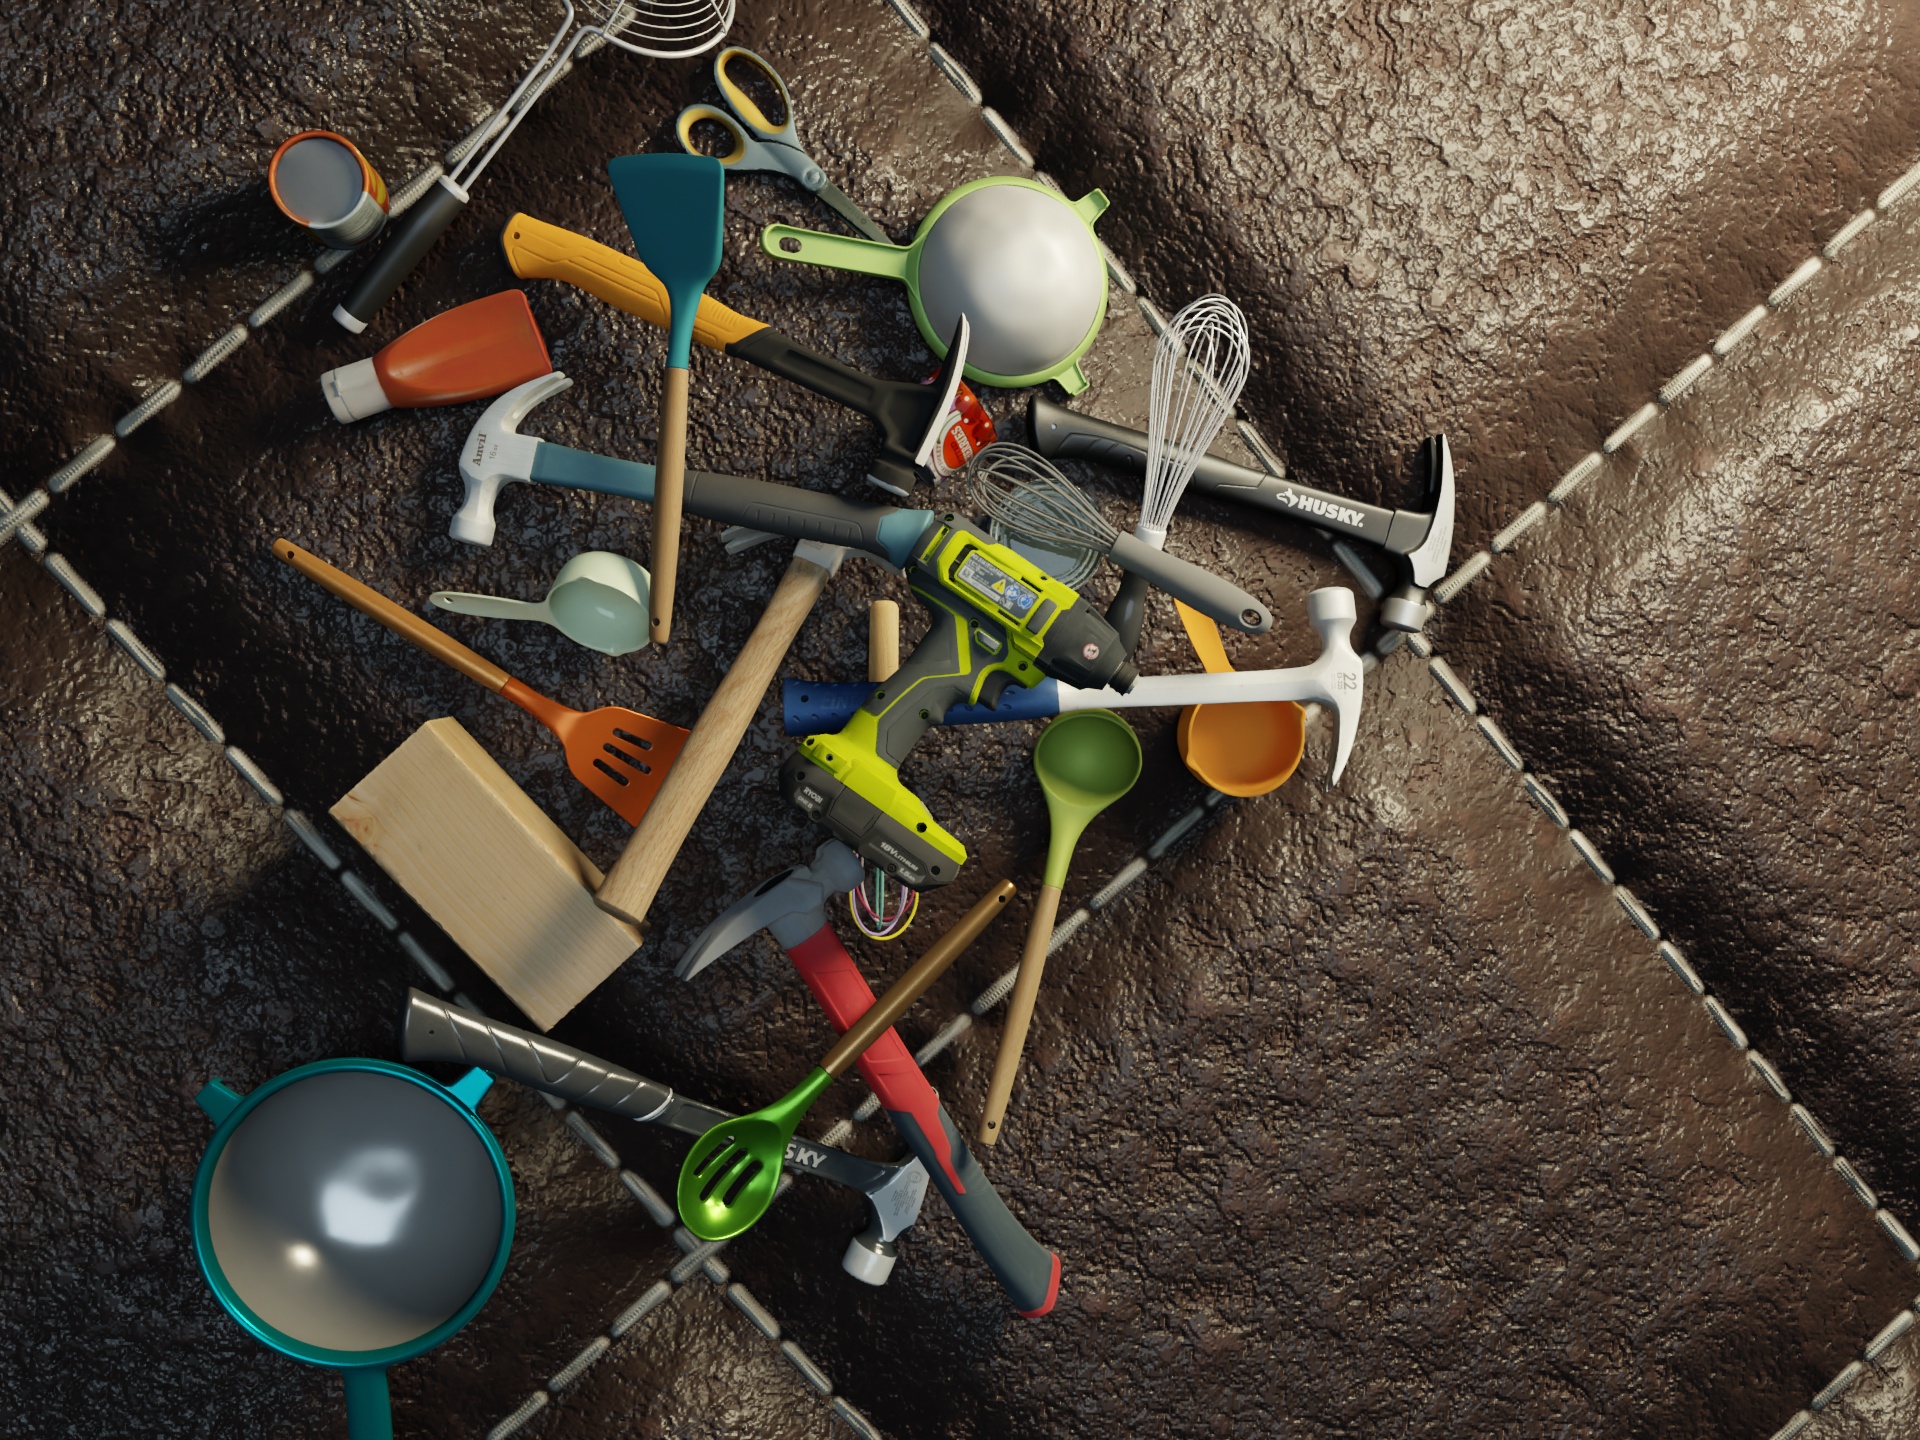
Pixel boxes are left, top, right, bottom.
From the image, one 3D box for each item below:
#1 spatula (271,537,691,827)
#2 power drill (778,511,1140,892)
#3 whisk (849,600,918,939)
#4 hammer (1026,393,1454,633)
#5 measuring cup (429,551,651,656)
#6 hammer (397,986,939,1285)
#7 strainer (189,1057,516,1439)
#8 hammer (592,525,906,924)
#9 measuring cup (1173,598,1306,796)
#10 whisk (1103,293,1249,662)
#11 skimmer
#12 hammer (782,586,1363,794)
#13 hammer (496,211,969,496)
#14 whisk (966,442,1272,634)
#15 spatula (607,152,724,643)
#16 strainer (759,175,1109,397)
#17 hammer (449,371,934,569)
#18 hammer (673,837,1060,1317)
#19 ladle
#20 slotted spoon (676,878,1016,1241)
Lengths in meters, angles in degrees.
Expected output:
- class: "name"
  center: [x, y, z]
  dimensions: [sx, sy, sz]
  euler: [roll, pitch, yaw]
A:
- class: "spatula"
  center: [-0.340, -0.037, 1.124]
  dimensions: [0.322, 0.041, 0.081]
  euler: [32, 88, -3]
- class: "power drill"
  center: [-0.002, -0.003, 1.056]
  dimensions: [0.171, 0.080, 0.223]
  euler: [35, 87, 4]
- class: "whisk"
  center: [-0.054, 0.036, 1.152]
  dimensions: [0.047, 0.051, 0.245]
  euler: [0, 87, 5]
- class: "hammer"
  center: [0.207, -0.180, 1.176]
  dimensions: [0.334, 0.035, 0.146]
  euler: [16, 91, -7]
- class: "measuring cup"
  center: [-0.290, -0.089, 1.116]
  dimensions: [0.167, 0.083, 0.038]
  euler: [6, 53, 11]
- class: "hammer"
  center: [-0.191, 0.265, 1.091]
  dimensions: [0.408, 0.036, 0.149]
  euler: [27, 85, -26]
- class: "strainer"
  center: [-0.403, 0.389, 1.101]
  dimensions: [0.211, 0.095, 0.340]
  euler: [-3, 95, -4]
- class: "hammer"
  center: [-0.156, -0.014, 1.085]
  dimensions: [0.130, 0.031, 0.331]
  euler: [23, 70, 13]
- class: "measuring cup"
  center: [0.187, -0.028, 1.173]
  dimensions: [0.095, 0.052, 0.173]
  euler: [-24, 93, -5]
- class: "whisk"
  center: [0.143, -0.159, 1.127]
  dimensions: [0.070, 0.070, 0.284]
  euler: [12, 111, -7]
- class: "skimmer"
  center: [-0.303, -0.411, 1.106]
  dimensions: [0.127, 0.090, 0.363]
  euler: [42, 98, -2]
- class: "hammer"
  center: [0.079, -0.012, 1.114]
  dimensions: [0.405, 0.035, 0.144]
  euler: [-3, 76, 0]
- class: "hammer"
  center: [-0.162, -0.277, 1.090]
  dimensions: [0.337, 0.034, 0.127]
  euler: [25, 94, 5]
- class: "whisk"
  center: [0.110, -0.124, 1.105]
  dimensions: [0.239, 0.055, 0.055]
  euler: [29, 89, 5]
- class: "spatula"
  center: [-0.197, -0.210, 1.059]
  dimensions: [0.082, 0.044, 0.317]
  euler: [5, 95, 14]
- class: "strainer"
  center: [-0.010, -0.321, 1.114]
  dimensions: [0.256, 0.069, 0.151]
  euler: [6, 92, -14]
- class: "hammer"
  center: [-0.184, -0.156, 1.101]
  dimensions: [0.331, 0.033, 0.128]
  euler: [12, 90, 4]
- class: "hammer"
  center: [-0.046, 0.279, 1.120]
  dimensions: [0.143, 0.038, 0.386]
  euler: [-35, 106, -20]
- class: "ladle"
  center: [0.060, 0.144, 1.136]
  dimensions: [0.078, 0.062, 0.320]
  euler: [16, 80, -2]
- class: "slotted spoon"
  center: [-0.071, 0.220, 1.071]
  dimensions: [0.314, 0.031, 0.070]
  euler: [-44, 109, -17]
